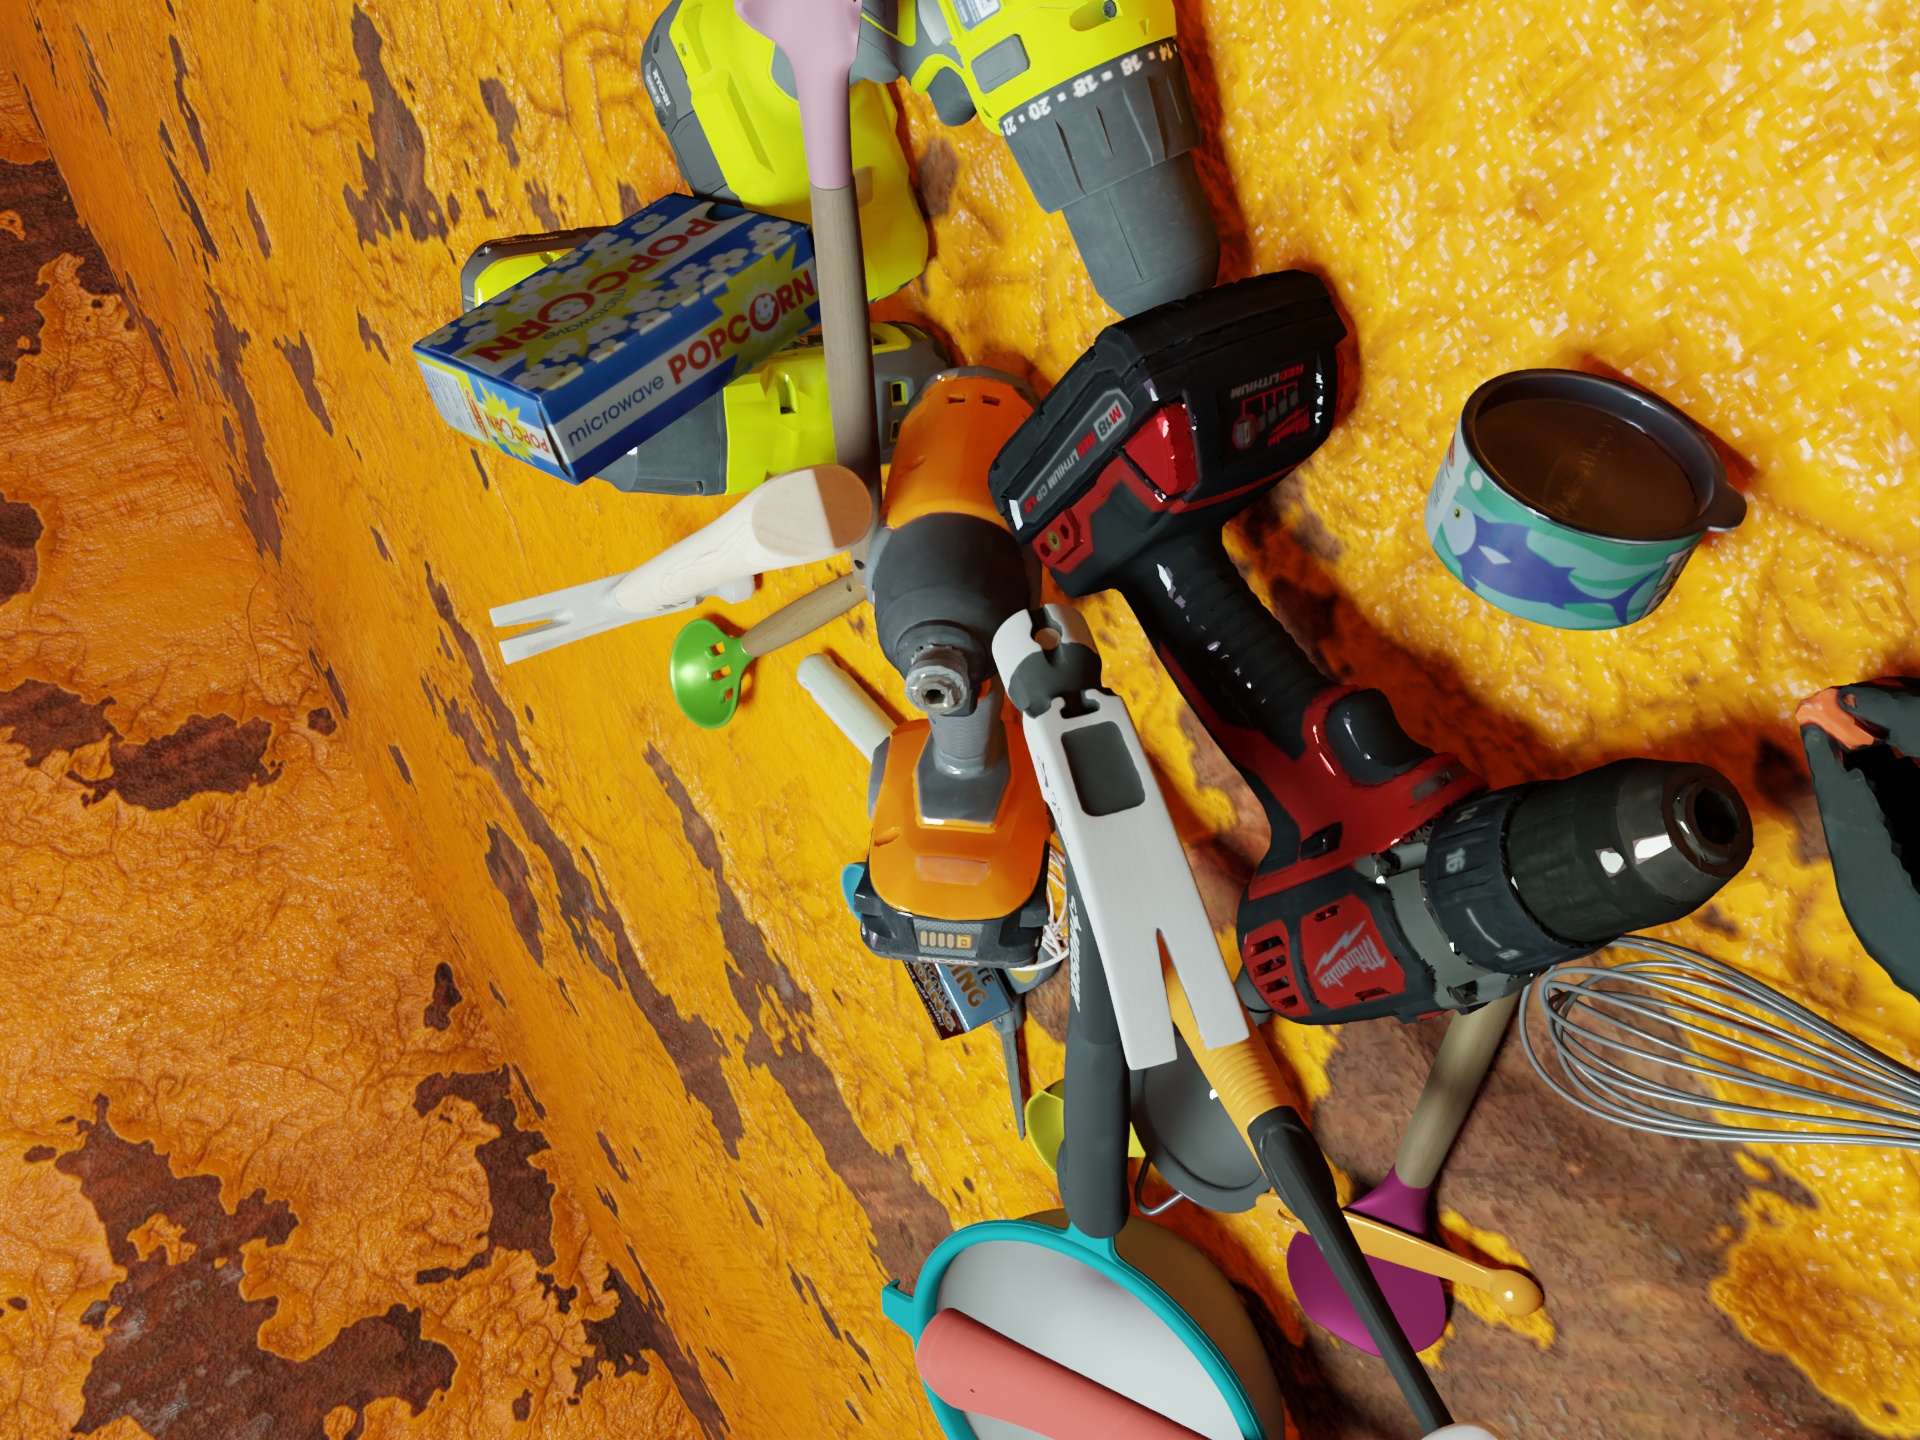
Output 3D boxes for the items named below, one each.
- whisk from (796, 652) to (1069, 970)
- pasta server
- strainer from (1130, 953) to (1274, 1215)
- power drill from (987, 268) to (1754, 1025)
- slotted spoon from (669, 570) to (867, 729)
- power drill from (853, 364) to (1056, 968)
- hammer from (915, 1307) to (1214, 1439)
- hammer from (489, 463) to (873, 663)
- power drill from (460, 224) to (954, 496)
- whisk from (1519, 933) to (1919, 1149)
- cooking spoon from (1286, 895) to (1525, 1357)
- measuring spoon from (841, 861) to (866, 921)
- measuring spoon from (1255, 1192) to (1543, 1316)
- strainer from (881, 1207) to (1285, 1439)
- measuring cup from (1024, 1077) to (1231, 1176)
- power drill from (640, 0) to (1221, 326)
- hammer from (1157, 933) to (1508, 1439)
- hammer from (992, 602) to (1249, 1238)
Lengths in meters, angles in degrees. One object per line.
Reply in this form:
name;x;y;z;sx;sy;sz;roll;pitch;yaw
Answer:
whisk;-0.018;0.038;0.806;0.247;0.059;0.057;46;175;39
pasta server;-0.046;-0.158;0.546;0.060;0.040;0.316;24;144;21
strainer;0.119;0.118;0.642;0.087;0.050;0.258;44;141;31
power drill;0.114;-0.019;0.478;0.227;0.080;0.188;63;153;7
slotted spoon;-0.107;-0.046;0.895;0.314;0.031;0.070;-18;87;64
power drill;-0.001;-0.002;0.630;0.164;0.084;0.226;-82;-6;-48
hammer;0.130;0.327;0.673;0.359;0.037;0.149;13;116;35
hammer;-0.130;-0.067;0.722;0.411;0.146;0.038;-179;71;-71
power drill;-0.130;-0.158;0.701;0.223;0.171;0.080;37;133;48
whisk;0.249;0.104;0.398;0.239;0.055;0.055;14;125;51
cooking spoon;0.176;0.154;0.593;0.069;0.017;0.318;25;137;22
measuring spoon;-0.029;0.085;0.902;0.128;0.021;0.042;-36;80;53
measuring spoon;0.168;0.209;0.624;0.117;0.011;0.021;10;129;35
strainer;0.121;0.376;0.793;0.340;0.095;0.211;54;133;6
measuring cup;0.091;0.200;0.785;0.156;0.029;0.062;-23;93;51
power drill;-0.012;-0.213;0.550;0.228;0.080;0.190;0;118;58
hammer;0.107;0.137;0.551;0.127;0.034;0.337;59;-176;-43
hammer;0.052;0.119;0.585;0.334;0.035;0.146;84;169;-52
